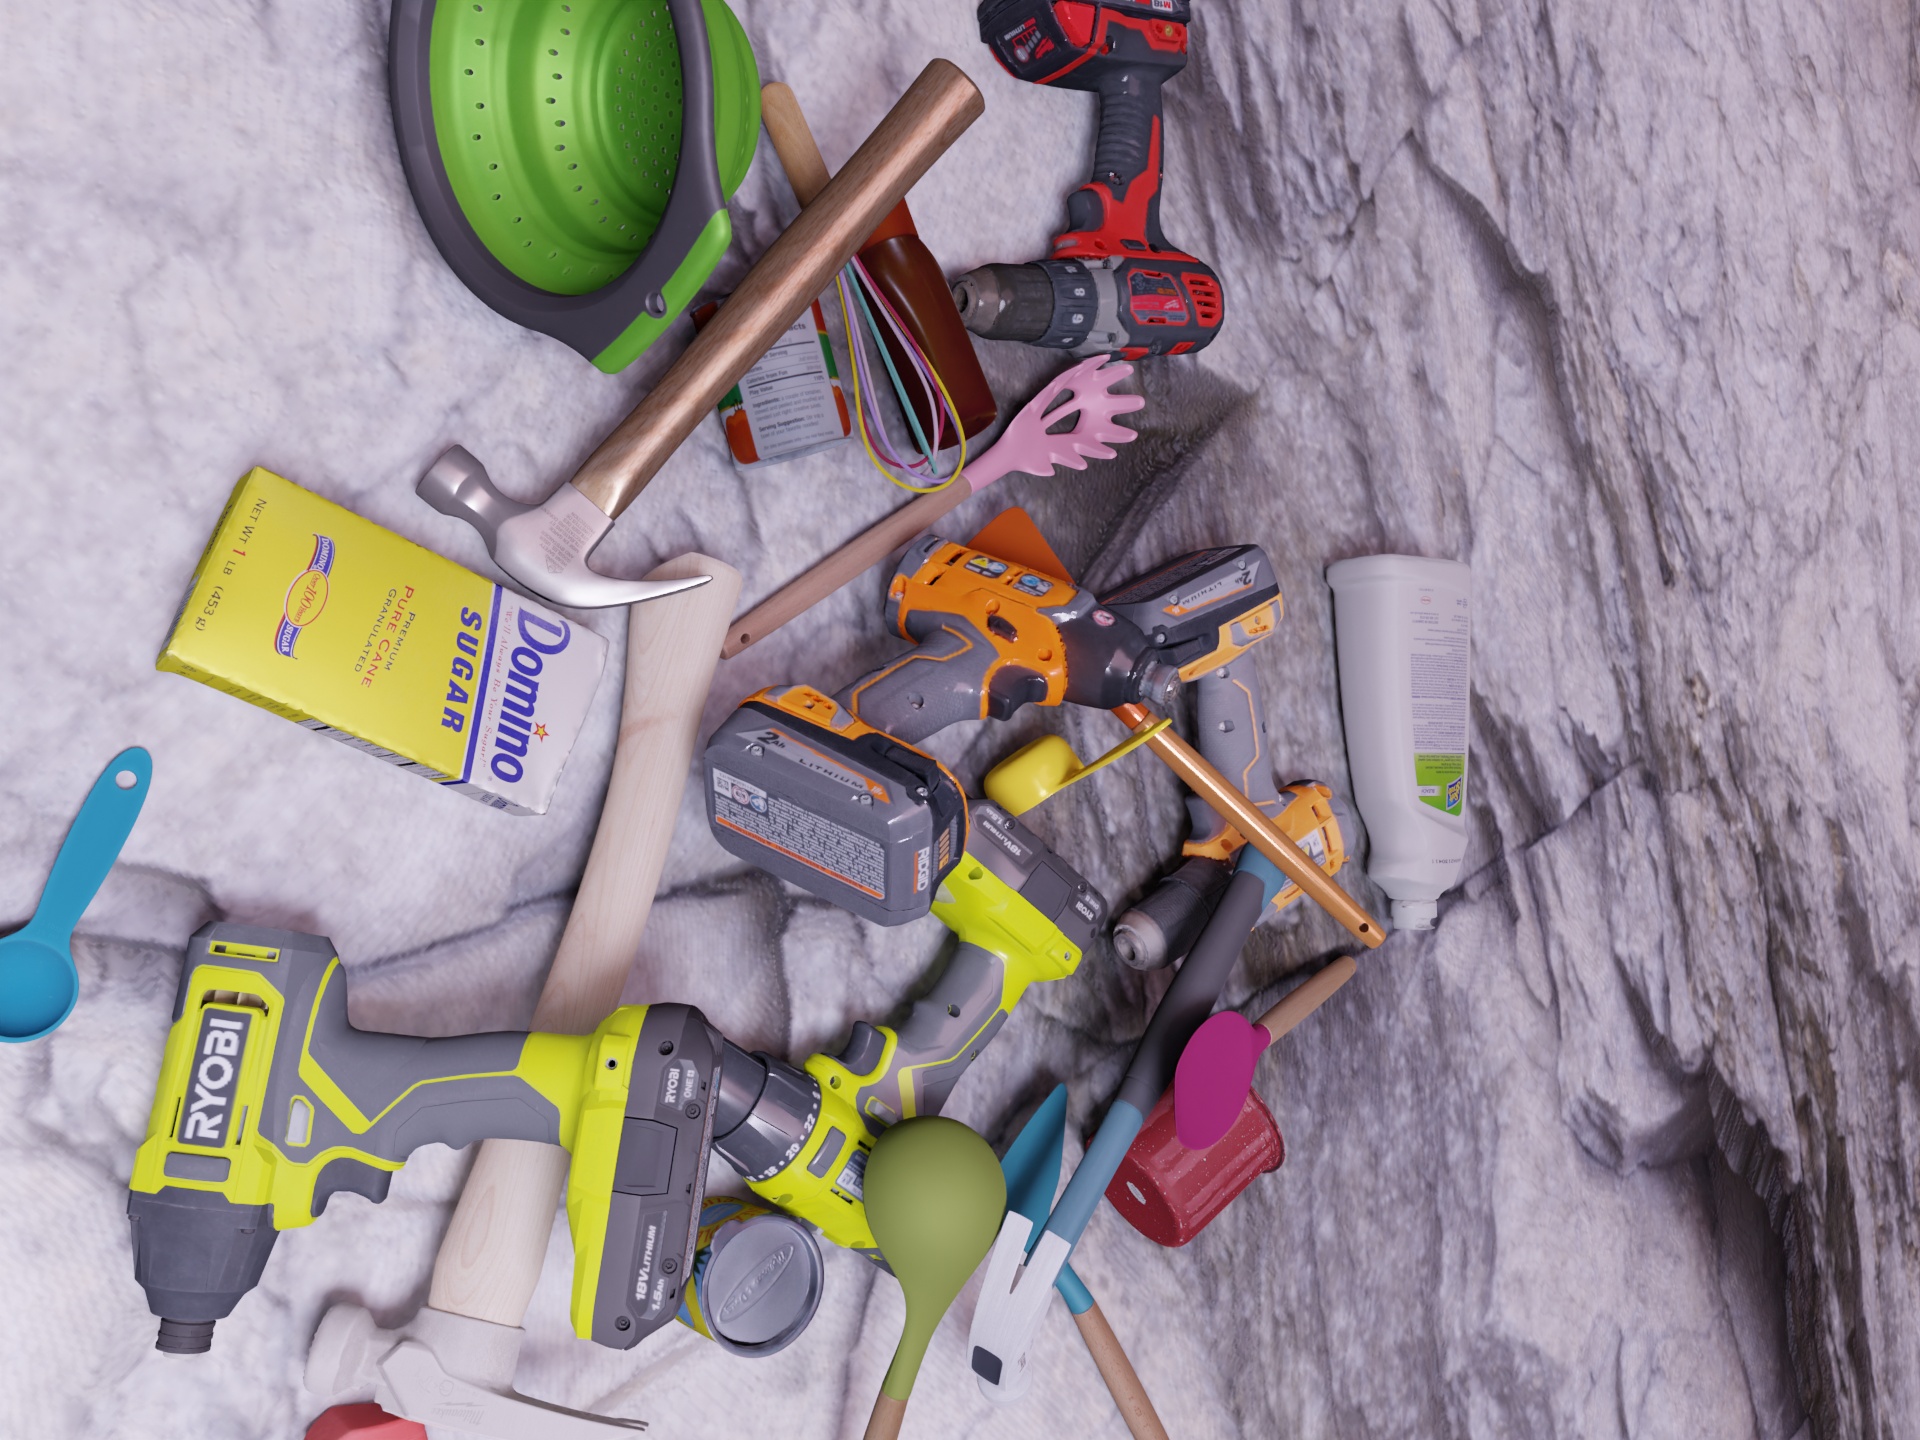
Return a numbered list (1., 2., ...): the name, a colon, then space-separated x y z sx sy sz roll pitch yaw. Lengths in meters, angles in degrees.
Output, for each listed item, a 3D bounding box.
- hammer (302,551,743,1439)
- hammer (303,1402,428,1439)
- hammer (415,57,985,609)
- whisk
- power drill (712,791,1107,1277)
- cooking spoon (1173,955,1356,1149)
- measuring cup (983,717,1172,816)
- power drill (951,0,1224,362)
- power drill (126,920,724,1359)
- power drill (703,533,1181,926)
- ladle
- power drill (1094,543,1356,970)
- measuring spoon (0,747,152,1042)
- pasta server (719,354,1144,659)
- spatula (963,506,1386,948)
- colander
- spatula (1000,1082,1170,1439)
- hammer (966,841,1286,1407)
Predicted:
1. hammer: -0.163 0.114 0.743 0.146 0.038 0.411 15 72 -3
2. hammer: -0.199 0.463 0.716 0.149 0.037 0.359 -34 106 -32
3. hammer: -0.102 -0.189 0.770 0.130 0.031 0.331 41 83 -12
4. whisk: -0.059 -0.230 0.839 0.245 0.047 0.051 67 13 10
5. power drill: -0.038 0.152 0.831 0.190 0.080 0.228 42 67 -25
6. cooking spoon: 0.184 0.180 0.937 0.319 0.017 0.069 -10 99 -60
7. measuring cup: 0.062 0.016 0.865 0.062 0.156 0.029 -36 91 -33
8. power drill: 0.067 -0.328 0.948 0.187 0.080 0.226 -8 94 -35
9. power drill: -0.219 0.182 0.657 0.223 0.080 0.171 8 79 -3
10. power drill: -0.001 -0.003 0.787 0.226 0.164 0.084 -46 150 -42
11. ladle: -0.046 0.348 0.789 0.078 0.062 0.320 9 102 -38
12. power drill: 0.142 0.027 0.967 0.185 0.084 0.226 -28 106 -31
13. measuring spoon: -0.365 0.070 0.651 0.042 0.021 0.129 30 61 -28
14. pasta server: -0.012 -0.120 0.895 0.316 0.040 0.060 -38 118 -30
15. spatula: 0.118 0.014 0.895 0.322 0.041 0.081 43 96 -4
16. colander: -0.200 -0.352 0.729 0.094 0.204 0.397 -24 82 -51
17. spatula: 0.089 0.360 0.919 0.082 0.044 0.317 -42 111 -47
18. hammer: 0.096 0.200 0.855 0.331 0.033 0.128 -55 157 -29
